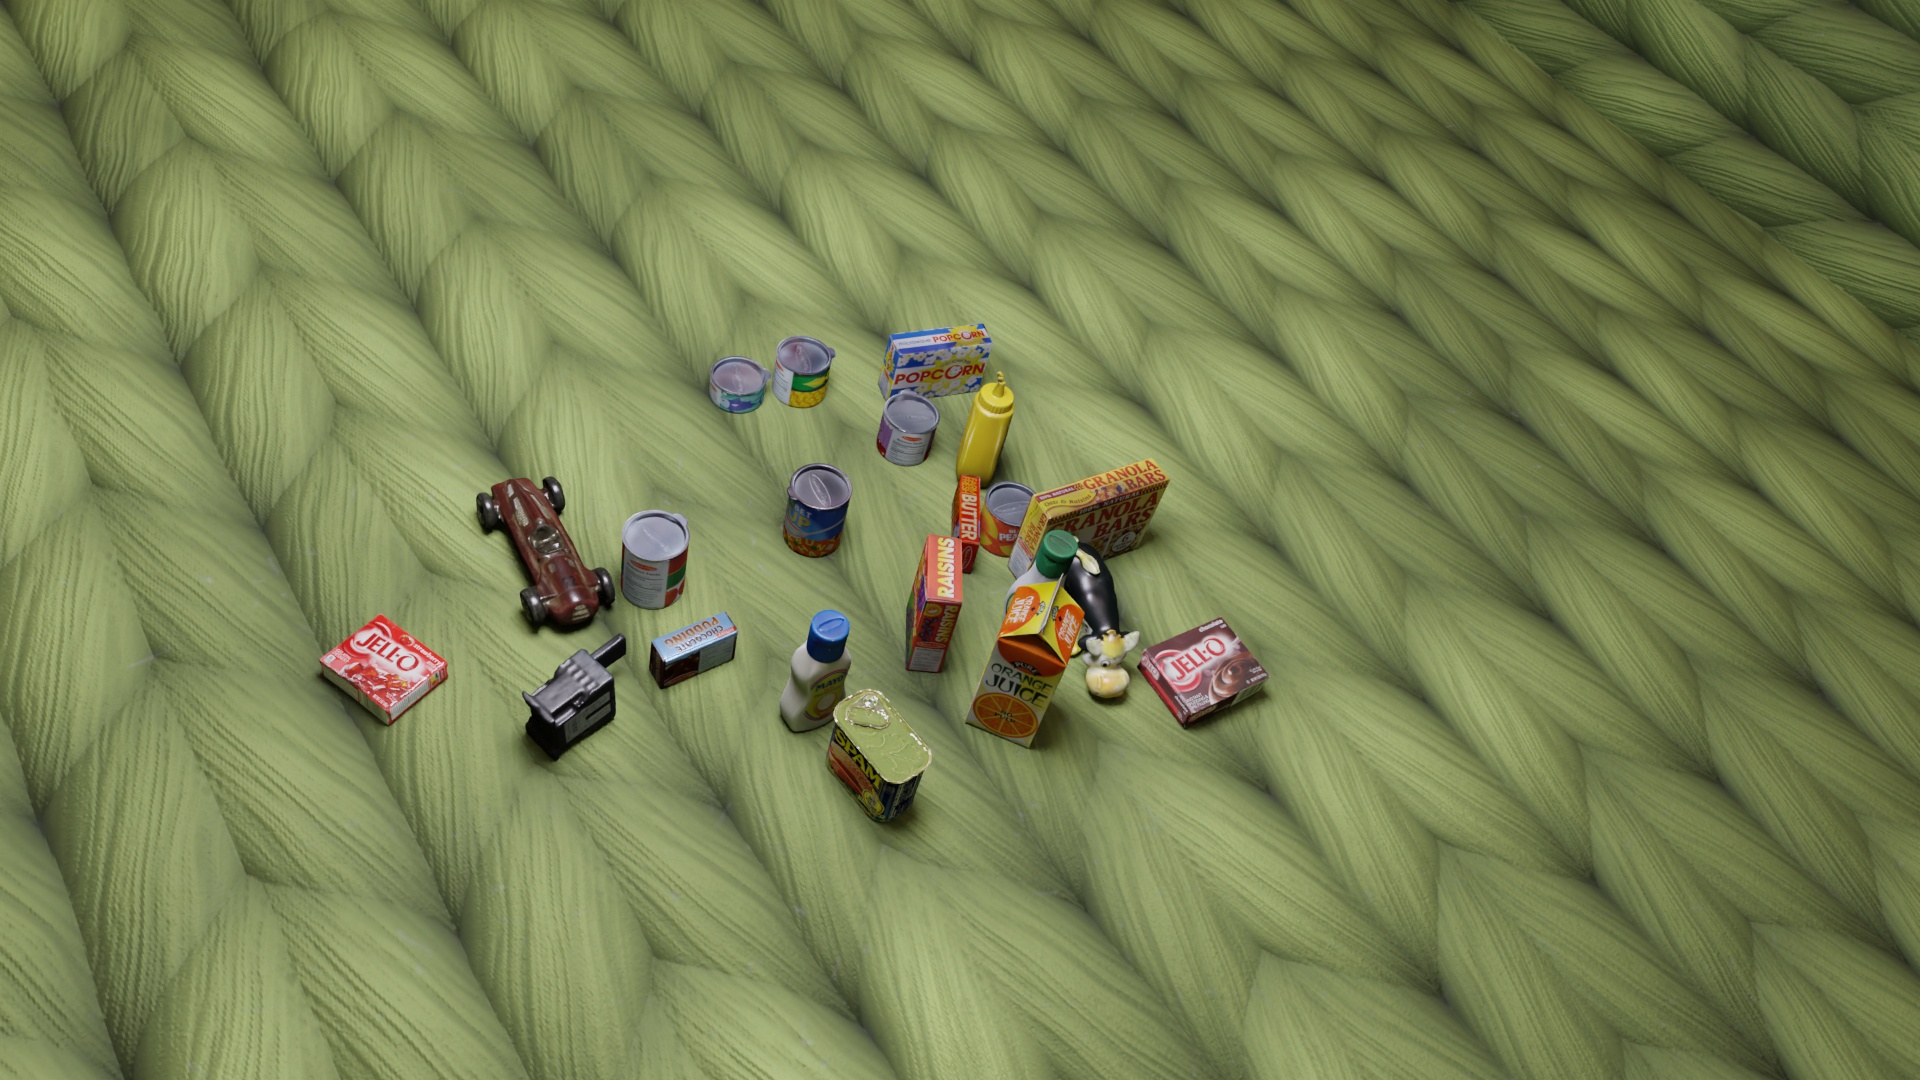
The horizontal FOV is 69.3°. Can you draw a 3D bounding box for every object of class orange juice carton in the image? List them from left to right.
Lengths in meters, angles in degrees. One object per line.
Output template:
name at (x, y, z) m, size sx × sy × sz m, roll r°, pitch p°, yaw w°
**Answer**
orange juice carton at (0.067, 0.115, 1.365) m, size 0.073 × 0.191 × 0.072 m, roll 22°, pitch 48°, yaw 4°

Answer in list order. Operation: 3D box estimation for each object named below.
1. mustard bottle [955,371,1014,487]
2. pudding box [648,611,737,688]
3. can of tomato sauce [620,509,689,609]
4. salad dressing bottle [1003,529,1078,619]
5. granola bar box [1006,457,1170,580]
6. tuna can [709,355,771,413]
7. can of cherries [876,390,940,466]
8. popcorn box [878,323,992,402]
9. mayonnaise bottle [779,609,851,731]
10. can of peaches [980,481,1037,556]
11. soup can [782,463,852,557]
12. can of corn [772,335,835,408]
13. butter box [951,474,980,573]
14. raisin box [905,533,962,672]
mustard bottle at (0.031, -0.131, 1.589) m, size 0.049 × 0.159 × 0.066 m, roll 13°, pitch 48°, yaw -5°
pudding box at (-0.264, 0.108, 1.374) m, size 0.084 × 0.049 × 0.030 m, roll -23°, pitch 59°, yaw -31°
can of tomato sauce at (-0.311, 0.019, 1.415) m, size 0.071 × 0.082 × 0.071 m, roll 8°, pitch 49°, yaw -9°
salad dressing bottle at (0.086, 0.048, 1.458) m, size 0.064 × 0.146 × 0.044 m, roll 33°, pitch 50°, yaw 13°
granola bar box at (0.141, -0.020, 1.548) m, size 0.166 × 0.123 × 0.039 m, roll -18°, pitch 57°, yaw -28°
tuna can at (-0.260, -0.184, 1.639) m, size 0.071 × 0.032 × 0.071 m, roll 8°, pitch 49°, yaw -9°
can of cherries at (-0.062, -0.132, 1.632) m, size 0.071 × 0.058 × 0.072 m, roll 8°, pitch 49°, yaw -9°
popcorn box at (-0.031, -0.217, 1.696) m, size 0.127 × 0.084 × 0.038 m, roll -11°, pitch 54°, yaw -24°
mayonnaise bottle at (-0.135, 0.124, 1.330) m, size 0.065 × 0.147 × 0.041 m, roll -21°, pitch 58°, yaw -30°
can of peaches at (0.055, -0.022, 1.570) m, size 0.071 × 0.057 × 0.071 m, roll 8°, pitch 49°, yaw -9°
soup can at (-0.158, -0.032, 1.502) m, size 0.071 × 0.083 × 0.072 m, roll 8°, pitch 49°, yaw -9°
can of corn at (-0.187, -0.201, 1.657) m, size 0.071 × 0.058 × 0.071 m, roll 8°, pitch 49°, yaw -9°
butter box at (0.006, -0.020, 1.558) m, size 0.024 × 0.052 × 0.104 m, roll 8°, pitch 48°, yaw -9°
raisin box at (-0.028, 0.066, 1.427) m, size 0.040 × 0.122 × 0.086 m, roll 8°, pitch 49°, yaw -9°
